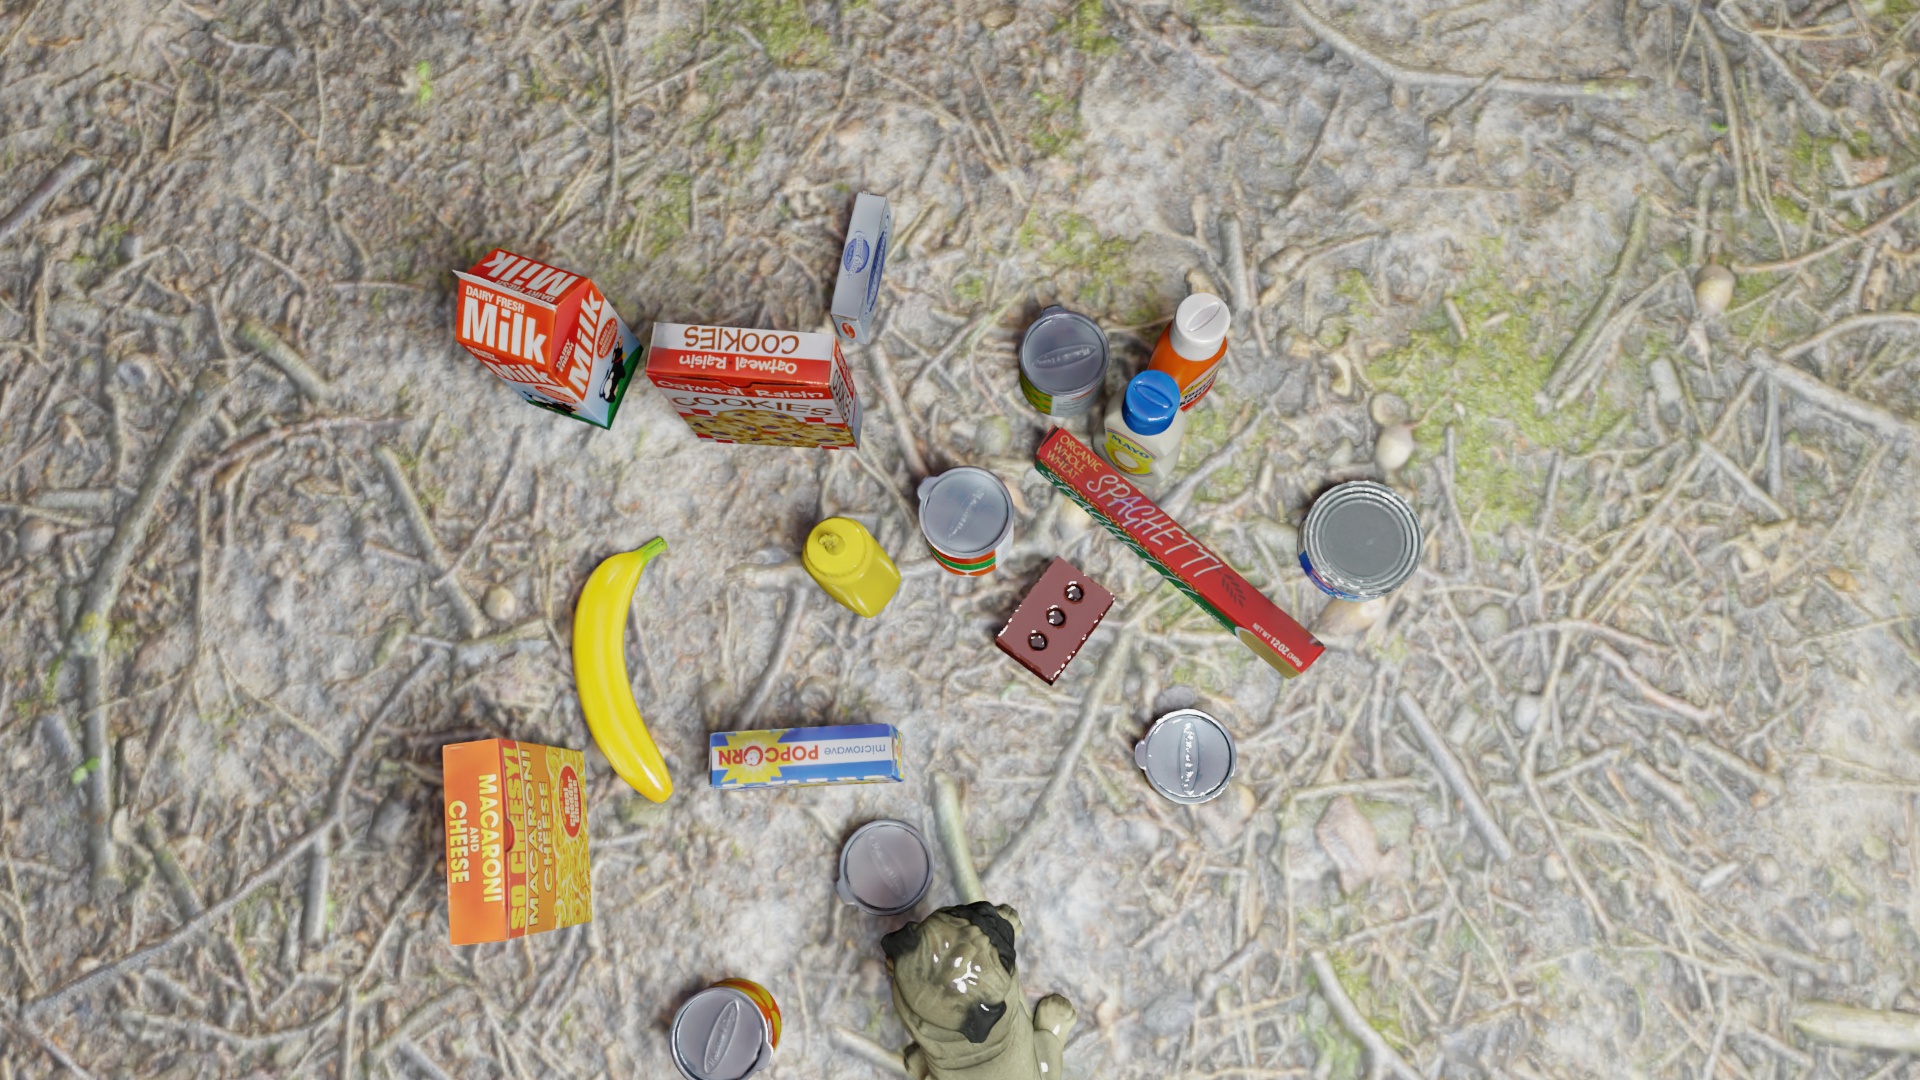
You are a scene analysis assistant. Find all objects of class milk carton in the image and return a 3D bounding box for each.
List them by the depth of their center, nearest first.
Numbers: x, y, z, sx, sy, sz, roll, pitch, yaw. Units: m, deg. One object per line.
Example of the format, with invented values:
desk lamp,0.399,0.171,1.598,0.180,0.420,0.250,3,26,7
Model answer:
milk carton,-0.293,-0.146,0.987,0.072,0.190,0.073,19,80,6

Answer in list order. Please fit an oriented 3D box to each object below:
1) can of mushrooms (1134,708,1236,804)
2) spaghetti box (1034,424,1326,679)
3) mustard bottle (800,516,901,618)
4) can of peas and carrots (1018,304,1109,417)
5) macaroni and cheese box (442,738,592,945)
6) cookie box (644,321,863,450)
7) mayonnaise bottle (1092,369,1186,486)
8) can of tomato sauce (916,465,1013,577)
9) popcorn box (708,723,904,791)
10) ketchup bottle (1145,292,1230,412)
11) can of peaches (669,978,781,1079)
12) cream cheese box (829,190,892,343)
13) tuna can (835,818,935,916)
can of mushrooms,0.158,0.154,0.986,0.071,0.033,0.071,0,78,2
spaghetti box,0.155,0.009,1.009,0.250,0.050,0.029,41,83,10
mustard bottle,-0.079,0.014,0.960,0.065,0.160,0.049,36,82,9
can of peas and carrots,0.076,-0.133,1.038,0.071,0.058,0.071,0,78,2
macaroni and cheese box,-0.291,0.198,0.926,0.040,0.166,0.124,-7,78,1
cookie box,-0.140,-0.105,0.984,0.123,0.167,0.040,4,79,3
mayonnaise bottle,0.128,-0.080,0.979,0.065,0.148,0.041,32,82,8
can of tomato sauce,0.004,-0.013,1.002,0.071,0.083,0.071,0,78,2
popcorn box,-0.105,0.152,0.970,0.127,0.085,0.038,-3,78,2
ketchup bottle,0.162,-0.133,0.988,0.065,0.148,0.043,-41,80,-6
can of peaches,-0.157,0.336,0.946,0.071,0.058,0.071,0,78,2
cream cheese box,-0.075,-0.208,1.062,0.024,0.053,0.104,11,79,4
tuna can,-0.053,0.231,0.978,0.071,0.032,0.071,0,78,2
